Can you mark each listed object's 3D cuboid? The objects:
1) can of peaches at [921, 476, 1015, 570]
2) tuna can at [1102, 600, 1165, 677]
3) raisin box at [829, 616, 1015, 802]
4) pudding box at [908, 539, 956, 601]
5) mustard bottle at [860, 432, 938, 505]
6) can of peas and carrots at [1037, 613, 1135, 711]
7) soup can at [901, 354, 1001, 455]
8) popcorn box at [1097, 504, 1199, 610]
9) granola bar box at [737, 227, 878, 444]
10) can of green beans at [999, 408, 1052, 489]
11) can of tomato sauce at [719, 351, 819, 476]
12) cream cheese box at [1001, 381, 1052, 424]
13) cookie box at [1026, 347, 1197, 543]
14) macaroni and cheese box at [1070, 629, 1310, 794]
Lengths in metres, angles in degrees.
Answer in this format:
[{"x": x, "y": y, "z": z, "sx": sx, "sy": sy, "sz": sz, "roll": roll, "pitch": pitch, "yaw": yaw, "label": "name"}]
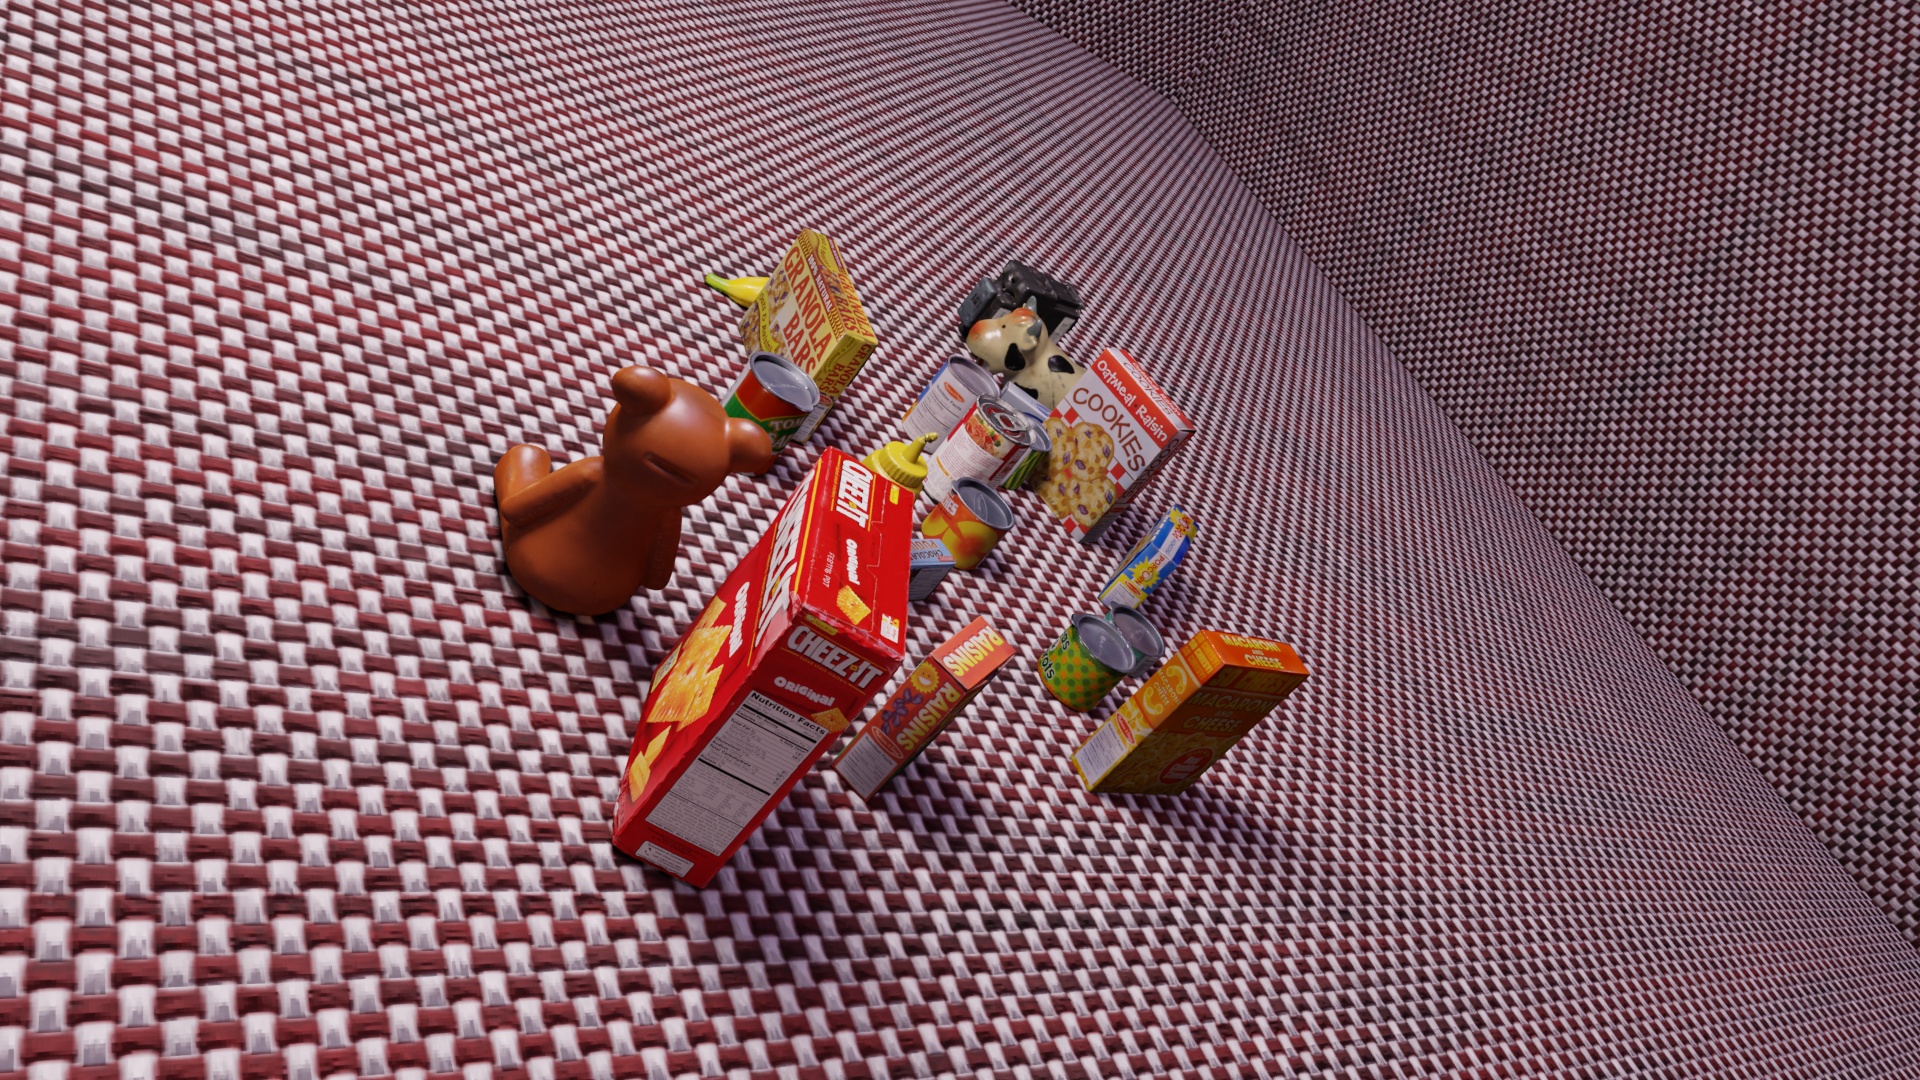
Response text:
[{"x": 0.005, "y": -0.016, "z": 1.261, "sx": 0.071, "sy": 0.057, "sz": 0.071, "roll": 30, "pitch": 29, "yaw": -19, "label": "can of peaches"}, {"x": 0.157, "y": 0.093, "z": 1.318, "sx": 0.071, "sy": 0.032, "sz": 0.071, "roll": 30, "pitch": 29, "yaw": -19, "label": "tuna can"}, {"x": -0.025, "y": 0.116, "z": 0.959, "sx": 0.040, "sy": 0.123, "sz": 0.086, "roll": 45, "pitch": 27, "yaw": 8, "label": "raisin box"}, {"x": -0.048, "y": 0.025, "z": 1.145, "sx": 0.084, "sy": 0.049, "sz": 0.030, "roll": -1, "pitch": 48, "yaw": -52, "label": "pudding box"}, {"x": -0.069, "y": -0.030, "z": 1.080, "sx": 0.049, "sy": 0.159, "sz": 0.065, "roll": 15, "pitch": 36, "yaw": -40, "label": "mustard bottle"}, {"x": 0.107, "y": 0.105, "z": 1.209, "sx": 0.071, "sy": 0.058, "sz": 0.071, "roll": 30, "pitch": 29, "yaw": -19, "label": "can of peas and carrots"}, {"x": -0.008, "y": -0.134, "z": 1.393, "sx": 0.071, "sy": 0.083, "sz": 0.072, "roll": 30, "pitch": 29, "yaw": -19, "label": "soup can"}, {"x": 0.193, "y": 0.021, "z": 1.412, "sx": 0.038, "sy": 0.085, "sz": 0.127, "roll": 41, "pitch": 27, "yaw": 2, "label": "popcorn box"}, {"x": -0.141, "y": -0.187, "z": 1.261, "sx": 0.039, "sy": 0.123, "sz": 0.166, "roll": 18, "pitch": 34, "yaw": -36, "label": "granola bar box"}, {"x": 0.052, "y": -0.095, "z": 1.438, "sx": 0.071, "sy": 0.057, "sz": 0.071, "roll": 30, "pitch": 29, "yaw": -19, "label": "can of green beans"}, {"x": -0.165, "y": -0.103, "z": 1.151, "sx": 0.071, "sy": 0.082, "sz": 0.071, "roll": 30, "pitch": 29, "yaw": -19, "label": "can of tomato sauce"}, {"x": 0.078, "y": -0.122, "z": 1.515, "sx": 0.104, "sy": 0.053, "sz": 0.024, "roll": 35, "pitch": 27, "yaw": -10, "label": "cream cheese box"}, {"x": 0.147, "y": -0.098, "z": 1.443, "sx": 0.040, "sy": 0.166, "sz": 0.123, "roll": -2, "pitch": 49, "yaw": -53, "label": "cookie box"}, {"x": 0.187, "y": 0.143, "z": 1.136, "sx": 0.124, "sy": 0.165, "sz": 0.040, "roll": 11, "pitch": 39, "yaw": -43, "label": "macaroni and cheese box"}]
